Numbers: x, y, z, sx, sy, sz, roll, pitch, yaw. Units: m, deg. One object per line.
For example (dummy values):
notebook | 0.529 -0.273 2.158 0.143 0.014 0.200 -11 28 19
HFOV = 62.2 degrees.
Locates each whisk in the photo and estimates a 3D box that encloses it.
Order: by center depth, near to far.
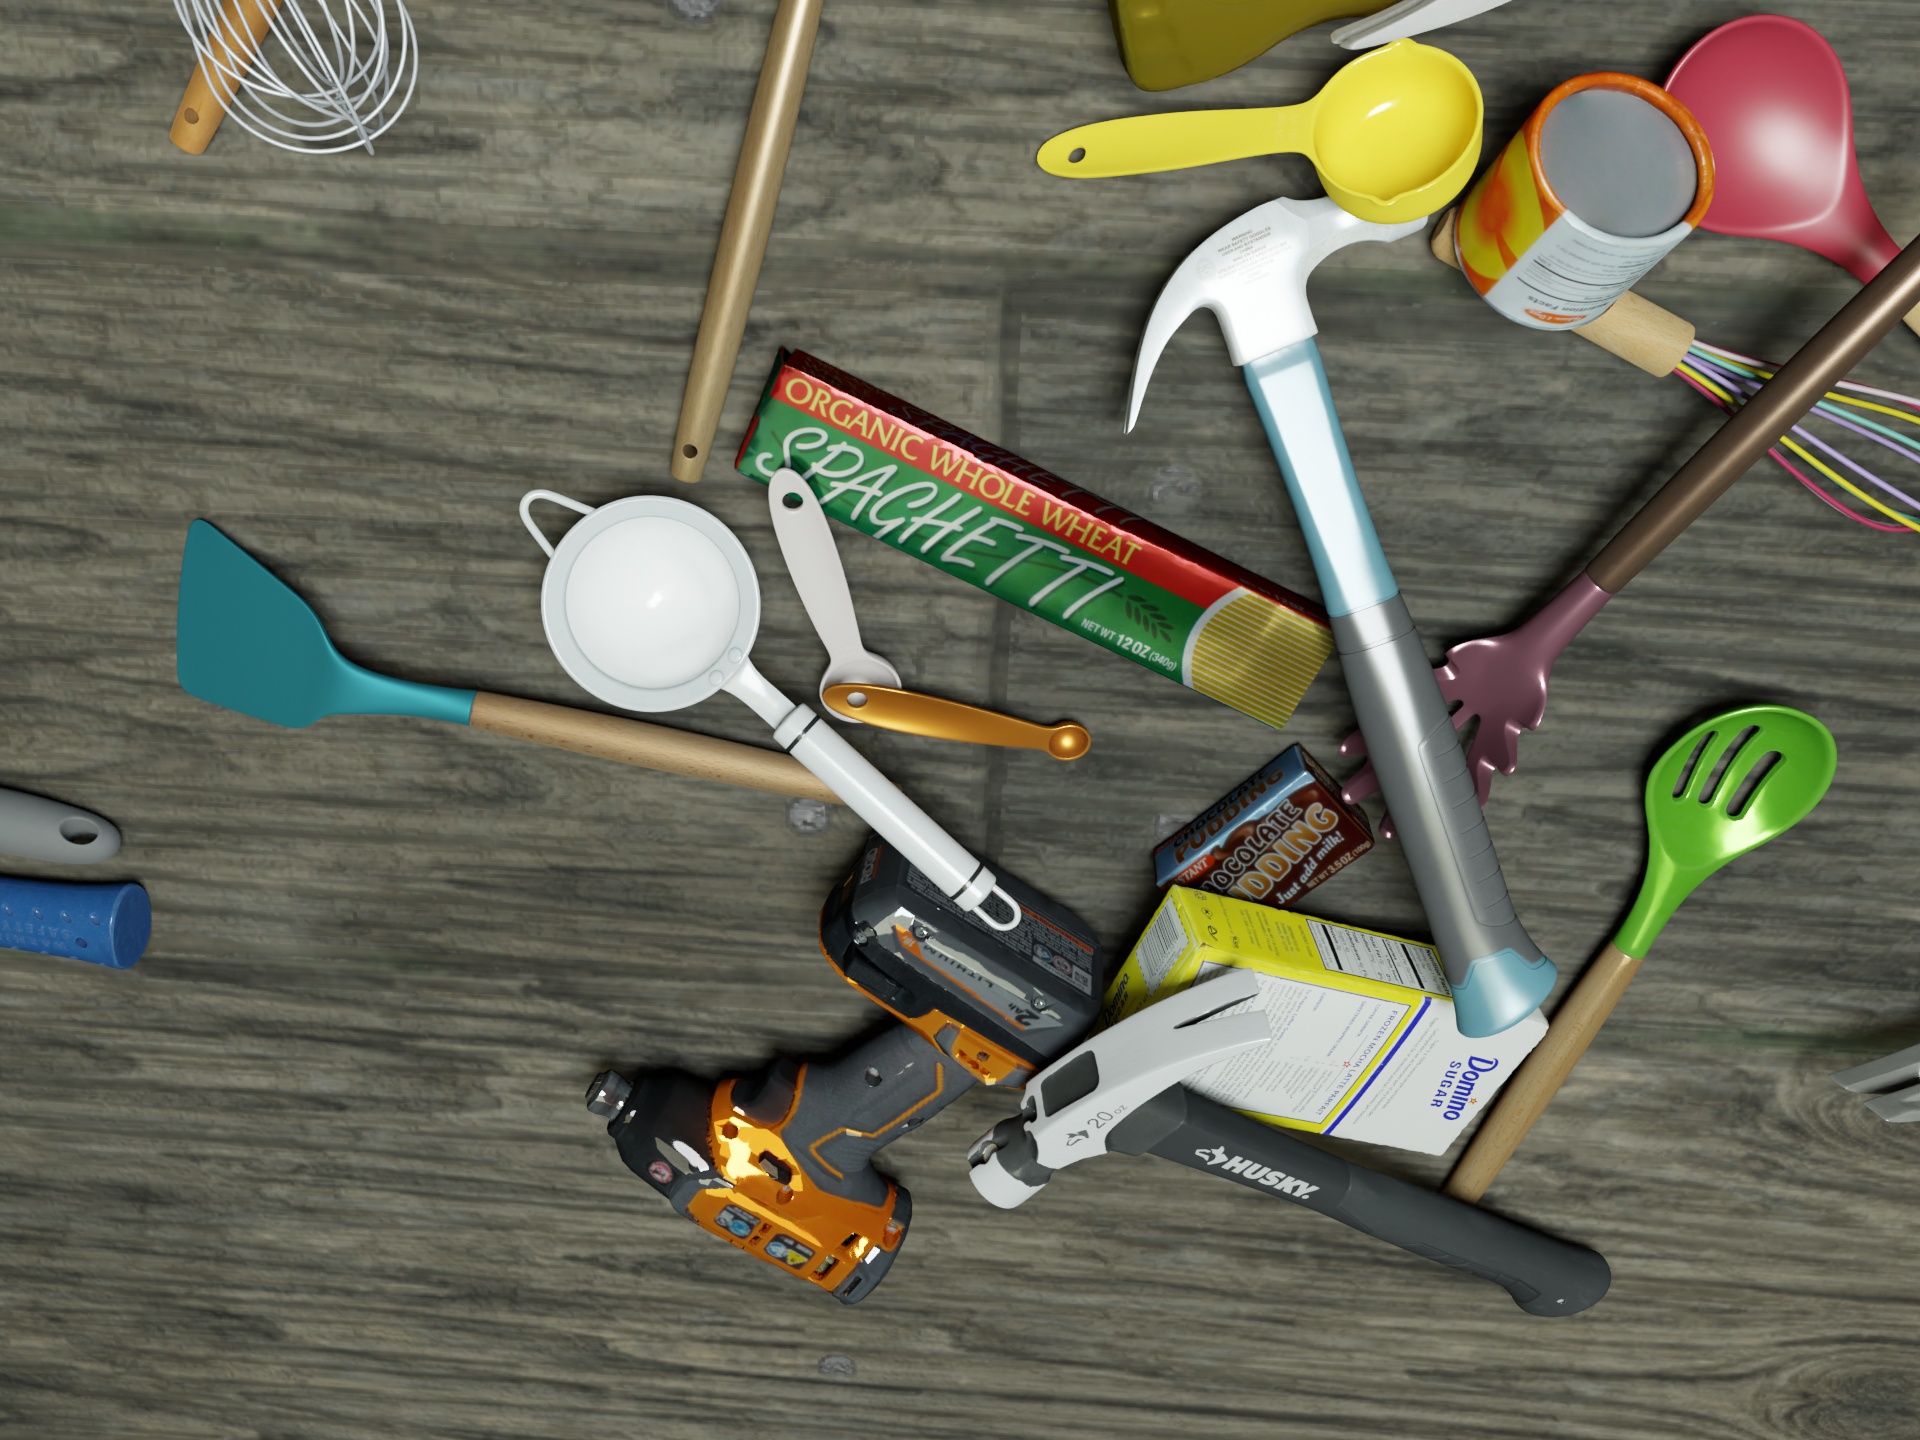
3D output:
whisk | -0.261 -0.313 0.506 0.070 0.070 0.284 -26 98 14
whisk | 0.286 -0.130 0.595 0.245 0.051 0.047 26 92 -5
whisk | -0.493 0.025 0.699 0.239 0.055 0.055 15 115 -10

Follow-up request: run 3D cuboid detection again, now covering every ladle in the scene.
ladle | -0.063 -0.226 0.555 0.078 0.062 0.320 17 117 -5
ladle | 0.369 -0.144 0.588 0.315 0.031 0.069 35 112 -15

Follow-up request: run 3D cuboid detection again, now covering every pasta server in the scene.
pasta server | 0.256 -0.069 0.590 0.060 0.040 0.316 44 125 10

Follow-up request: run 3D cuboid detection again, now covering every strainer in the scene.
strainer | -0.073 -0.002 0.645 0.258 0.050 0.087 42 95 -3

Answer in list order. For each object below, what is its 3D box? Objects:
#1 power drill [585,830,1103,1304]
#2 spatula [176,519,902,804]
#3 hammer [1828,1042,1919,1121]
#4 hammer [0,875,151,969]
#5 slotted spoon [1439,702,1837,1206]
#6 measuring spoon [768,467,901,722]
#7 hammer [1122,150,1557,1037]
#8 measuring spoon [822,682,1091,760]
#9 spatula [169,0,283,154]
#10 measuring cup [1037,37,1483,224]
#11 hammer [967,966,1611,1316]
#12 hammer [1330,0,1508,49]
power drill | -0.059 0.155 0.718 0.164 0.084 0.226 32 116 -11
spatula | -0.179 -0.006 0.681 0.317 0.044 0.082 13 114 -8
hammer | 0.418 -0.027 0.600 0.146 0.038 0.410 -15 117 -13
hammer | -0.580 0.071 0.726 0.405 0.035 0.144 8 115 -1
slotted spoon | 0.284 0.121 0.715 0.070 0.031 0.313 19 116 -6
measuring spoon | -0.053 -0.051 0.642 0.034 0.018 0.124 -14 127 4
hammer | 0.160 -0.032 0.606 0.128 0.033 0.331 -20 100 8
measuring spoon | -0.001 -0.002 0.671 0.117 0.011 0.021 11 128 -11
spatula | -0.191 -0.328 0.533 0.081 0.041 0.322 35 115 -12
measuring cup | 0.104 -0.200 0.562 0.156 0.029 0.062 4 79 24
hammer | 0.177 0.206 0.703 0.334 0.035 0.146 27 124 -27
hammer | 0.040 -0.298 0.460 0.331 0.031 0.130 17 116 -7
